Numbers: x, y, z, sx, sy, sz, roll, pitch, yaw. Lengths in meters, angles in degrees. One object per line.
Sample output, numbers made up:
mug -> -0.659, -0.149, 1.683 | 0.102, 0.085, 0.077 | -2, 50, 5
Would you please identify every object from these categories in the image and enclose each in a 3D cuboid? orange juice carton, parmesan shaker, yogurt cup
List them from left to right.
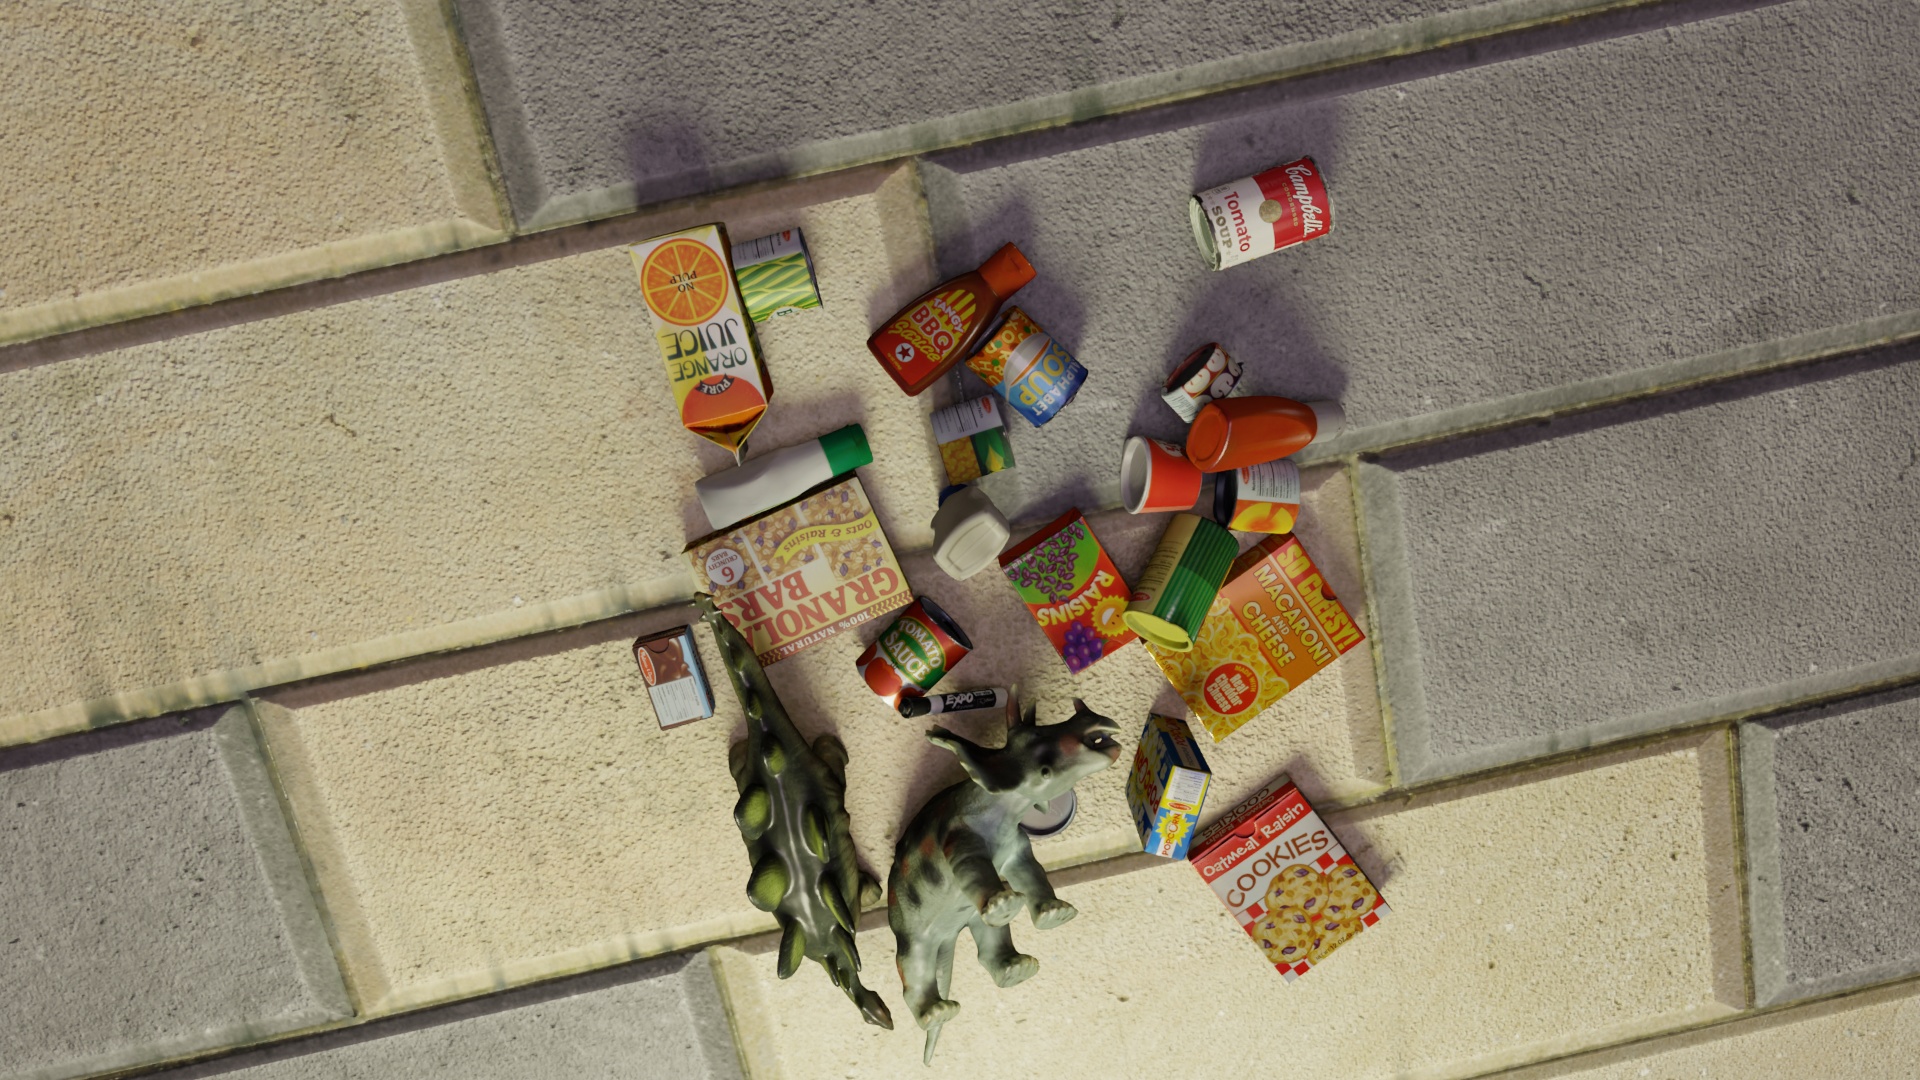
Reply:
orange juice carton -> -0.204, -0.159, 1.139 | 0.073, 0.072, 0.192 | -15, 105, 0
yogurt cup -> 0.174, -0.055, 1.200 | 0.054, 0.072, 0.072 | 4, 104, -14
parmesan shaker -> 0.193, 0.036, 1.200 | 0.071, 0.071, 0.103 | 34, 71, -12

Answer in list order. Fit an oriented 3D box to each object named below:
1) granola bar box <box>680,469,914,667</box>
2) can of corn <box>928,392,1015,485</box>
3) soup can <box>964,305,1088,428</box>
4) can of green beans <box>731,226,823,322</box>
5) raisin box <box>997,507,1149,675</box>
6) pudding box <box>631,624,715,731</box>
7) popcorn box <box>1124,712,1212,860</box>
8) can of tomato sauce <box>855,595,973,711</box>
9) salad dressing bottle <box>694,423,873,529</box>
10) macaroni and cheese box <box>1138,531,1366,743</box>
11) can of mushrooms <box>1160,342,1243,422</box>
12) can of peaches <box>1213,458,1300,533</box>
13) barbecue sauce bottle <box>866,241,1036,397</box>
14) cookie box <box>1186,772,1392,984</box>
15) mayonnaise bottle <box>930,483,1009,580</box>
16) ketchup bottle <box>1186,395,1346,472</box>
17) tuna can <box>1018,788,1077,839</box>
granola bar box -> -0.140, 0.028, 1.208 | 0.165, 0.039, 0.124 | -24, 104, 1
can of corn -> 0.010, -0.083, 1.179 | 0.058, 0.071, 0.071 | -17, 105, 1
soup can -> 0.056, -0.146, 1.163 | 0.083, 0.071, 0.071 | 40, 98, -13
can of green beans -> -0.149, -0.216, 1.132 | 0.058, 0.071, 0.071 | -15, 105, 0
raisin box -> 0.102, 0.046, 1.232 | 0.086, 0.040, 0.123 | -33, 105, 3
pudding box -> -0.252, 0.121, 1.227 | 0.050, 0.030, 0.083 | -16, 105, 1
popcorn box -> 0.183, 0.216, 1.236 | 0.038, 0.127, 0.085 | 14, 103, -5
can of tomato sauce -> -0.042, 0.100, 1.218 | 0.071, 0.071, 0.083 | 43, 98, -13
salad dressing bottle -> -0.148, -0.057, 1.177 | 0.148, 0.064, 0.044 | -22, 110, -6
macaroni and cheese box -> 0.262, 0.086, 1.254 | 0.166, 0.040, 0.123 | -36, 105, 5
can of mushrooms -> 0.206, -0.136, 1.181 | 0.071, 0.071, 0.033 | -45, 102, 7
can of peaches -> 0.258, -0.039, 1.210 | 0.058, 0.071, 0.071 | 4, 104, -6
barbecue sauce bottle -> -0.004, -0.189, 1.161 | 0.148, 0.044, 0.065 | -39, 88, 5
cookie box -> 0.310, 0.321, 1.317 | 0.123, 0.040, 0.167 | -37, 104, 5
mayonnaise bottle -> 0.004, -0.014, 1.152 | 0.064, 0.148, 0.041 | -43, 104, 7
ketchup bottle -> 0.263, -0.094, 1.175 | 0.149, 0.044, 0.064 | -9, 138, -32
tuna can -> 0.072, 0.240, 1.281 | 0.071, 0.033, 0.071 | -1, 104, -4
